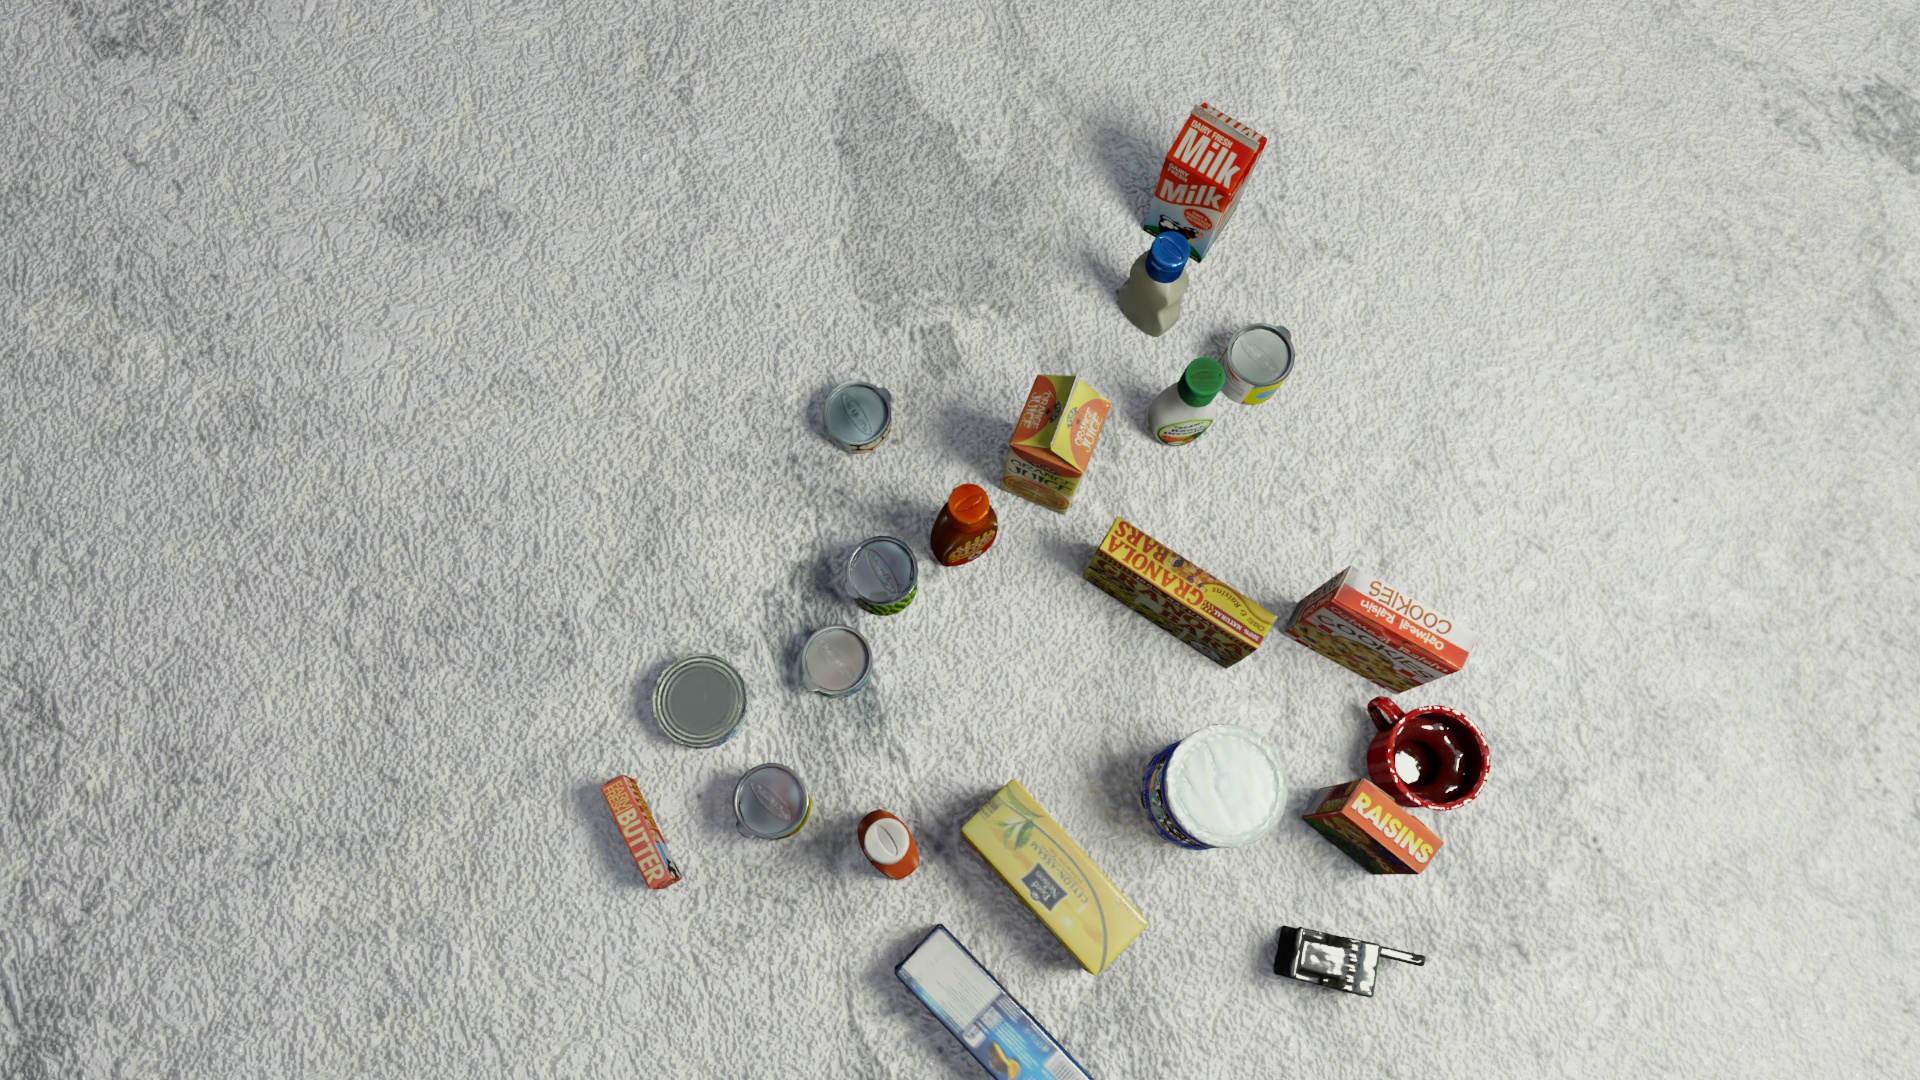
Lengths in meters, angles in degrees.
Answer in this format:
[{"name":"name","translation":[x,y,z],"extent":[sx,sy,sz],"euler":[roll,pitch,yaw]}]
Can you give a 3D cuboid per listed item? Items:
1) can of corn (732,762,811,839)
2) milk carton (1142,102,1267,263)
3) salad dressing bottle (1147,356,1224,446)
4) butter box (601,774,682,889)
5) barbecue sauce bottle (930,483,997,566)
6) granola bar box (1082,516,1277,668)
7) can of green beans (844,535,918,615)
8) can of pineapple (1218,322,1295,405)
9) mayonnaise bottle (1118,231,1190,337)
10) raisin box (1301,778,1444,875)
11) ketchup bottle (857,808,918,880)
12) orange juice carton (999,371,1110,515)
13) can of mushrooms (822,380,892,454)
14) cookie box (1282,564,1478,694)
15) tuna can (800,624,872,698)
[{"name":"can of corn","translation":[-0.170,0.237,1.246],"extent":[0.071,0.058,0.071],"euler":[0,76,-2]},{"name":"milk carton","translation":[0.237,-0.353,1.342],"extent":[0.072,0.190,0.073],"euler":[33,78,6]},{"name":"salad dressing bottle","translation":[0.215,-0.130,1.307],"extent":[0.064,0.147,0.044],"euler":[-7,77,-4]},{"name":"butter box","translation":[-0.284,0.261,1.238],"extent":[0.024,0.053,0.103],"euler":[-28,78,-8]},{"name":"barbecue sauce bottle","translation":[0.005,-0.016,1.270],"extent":[0.065,0.148,0.044],"euler":[-29,79,-8]},{"name":"granola bar box","translation":[0.196,0.051,1.272],"extent":[0.165,0.124,0.039],"euler":[33,78,6]},{"name":"can of green beans","translation":[-0.073,0.034,1.301],"extent":[0.071,0.057,0.071],"euler":[0,76,-2]},{"name":"can of pineapple","translation":[0.291,-0.174,1.367],"extent":[0.071,0.057,0.071],"euler":[0,76,-2]},{"name":"mayonnaise bottle","translation":[0.190,-0.249,1.336],"extent":[0.041,0.147,0.065],"euler":[-43,81,-11]},{"name":"raisin box","translation":[0.362,0.255,1.227],"extent":[0.086,0.123,0.040],"euler":[39,78,7]},{"name":"ketchup bottle","translation":[-0.063,0.261,1.197],"extent":[0.043,0.148,0.065],"euler":[-35,80,-9]},{"name":"orange juice carton","translation":[0.086,-0.090,1.269],"extent":[0.073,0.192,0.072],"euler":[22,77,3]},{"name":"can of mushrooms","translation":[-0.098,-0.120,1.352],"extent":[0.071,0.033,0.071],"euler":[1,76,-2]},{"name":"cookie box","translation":[0.372,0.085,1.248],"extent":[0.123,0.167,0.040],"euler":[29,77,5]},{"name":"tuna can","translation":[-0.116,0.115,1.292],"extent":[0.071,0.032,0.071],"euler":[1,76,-2]}]
